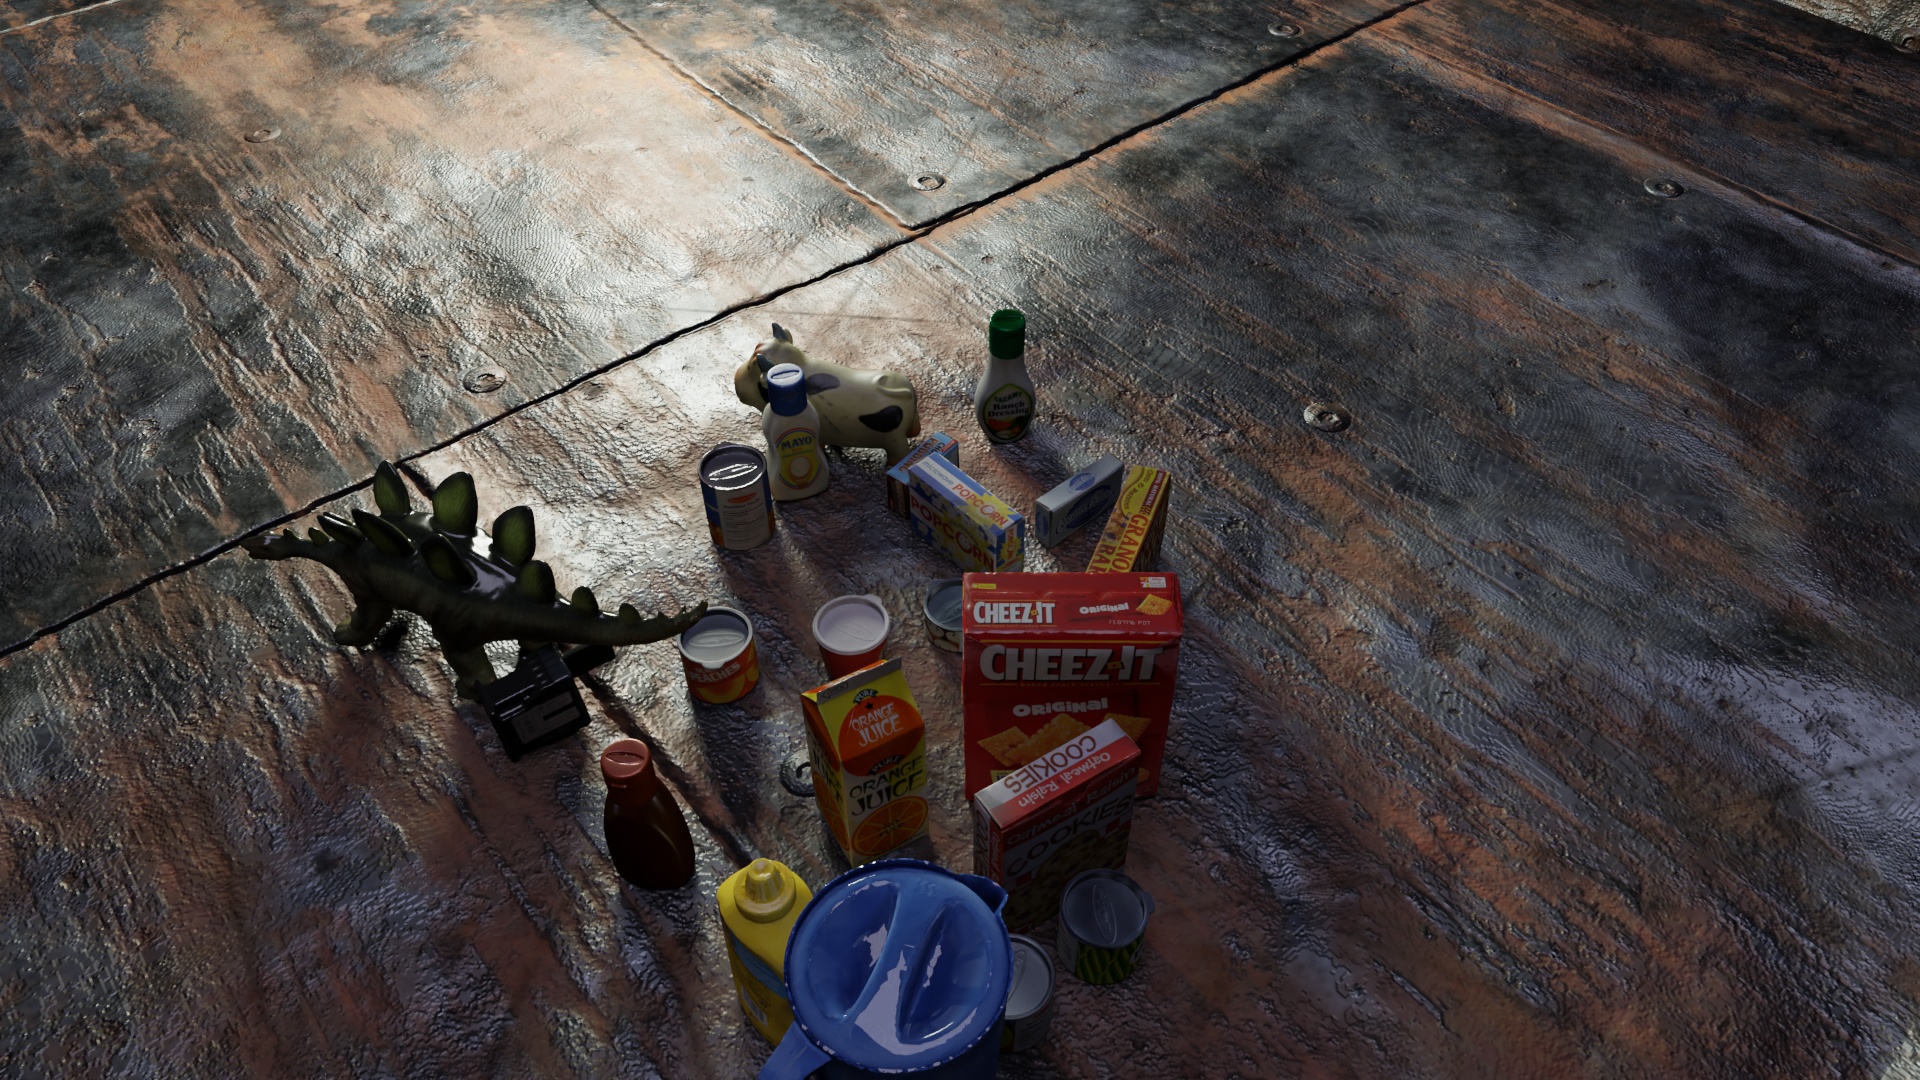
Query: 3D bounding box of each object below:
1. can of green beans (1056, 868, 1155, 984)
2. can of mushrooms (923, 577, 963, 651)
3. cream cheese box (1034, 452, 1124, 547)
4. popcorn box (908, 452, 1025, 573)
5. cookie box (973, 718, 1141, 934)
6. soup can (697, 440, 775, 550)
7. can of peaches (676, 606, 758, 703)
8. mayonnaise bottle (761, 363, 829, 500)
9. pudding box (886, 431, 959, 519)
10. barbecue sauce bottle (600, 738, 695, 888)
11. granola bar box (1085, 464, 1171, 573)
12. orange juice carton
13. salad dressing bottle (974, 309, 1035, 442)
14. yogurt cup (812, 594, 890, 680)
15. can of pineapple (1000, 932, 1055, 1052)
[{"bbox_3d":[0.106,0.290,1.042,0.071,0.057,0.071,0,46,0],"label":"can of green beans"},{"bbox_3d":[-0.002,0.067,1.278,0.071,0.033,0.071,0,46,0],"label":"can of mushrooms"},{"bbox_3d":[0.117,-0.040,1.368,0.104,0.053,0.024,-33,54,-28],"label":"cream cheese box"},{"bbox_3d":[0.005,-0.017,1.324,0.038,0.084,0.127,-33,54,-28],"label":"popcorn box"},{"bbox_3d":[0.070,0.220,1.034,0.123,0.166,0.040,-26,51,-23],"label":"cookie box"},{"bbox_3d":[-0.218,-0.044,1.353,0.071,0.083,0.072,0,46,0],"label":"soup can"},{"bbox_3d":[-0.214,0.104,1.226,0.071,0.057,0.071,0,46,0],"label":"can of peaches"},{"bbox_3d":[-0.166,-0.106,1.368,0.065,0.147,0.041,-14,47,-13],"label":"mayonnaise bottle"},{"bbox_3d":[-0.037,-0.066,1.398,0.030,0.049,0.084,29,52,26],"label":"pudding box"},{"bbox_3d":[-0.243,0.209,1.059,0.065,0.147,0.044,7,46,7],"label":"barbecue sauce bottle"},{"bbox_3d":[0.146,0.031,1.249,0.039,0.123,0.166,15,48,15],"label":"granola bar box"},{"bbox_3d":[-0.073,0.163,1.073,0.072,0.191,0.073,-22,49,-20],"label":"orange juice carton"},{"bbox_3d":[0.046,-0.169,1.429,0.064,0.146,0.044,-7,46,-6],"label":"salad dressing bottle"},{"bbox_3d":[-0.096,0.091,1.241,0.072,0.053,0.073,0,46,0],"label":"yogurt cup"},{"bbox_3d":[0.034,0.327,1.006,0.071,0.057,0.071,0,46,0],"label":"can of pineapple"}]
